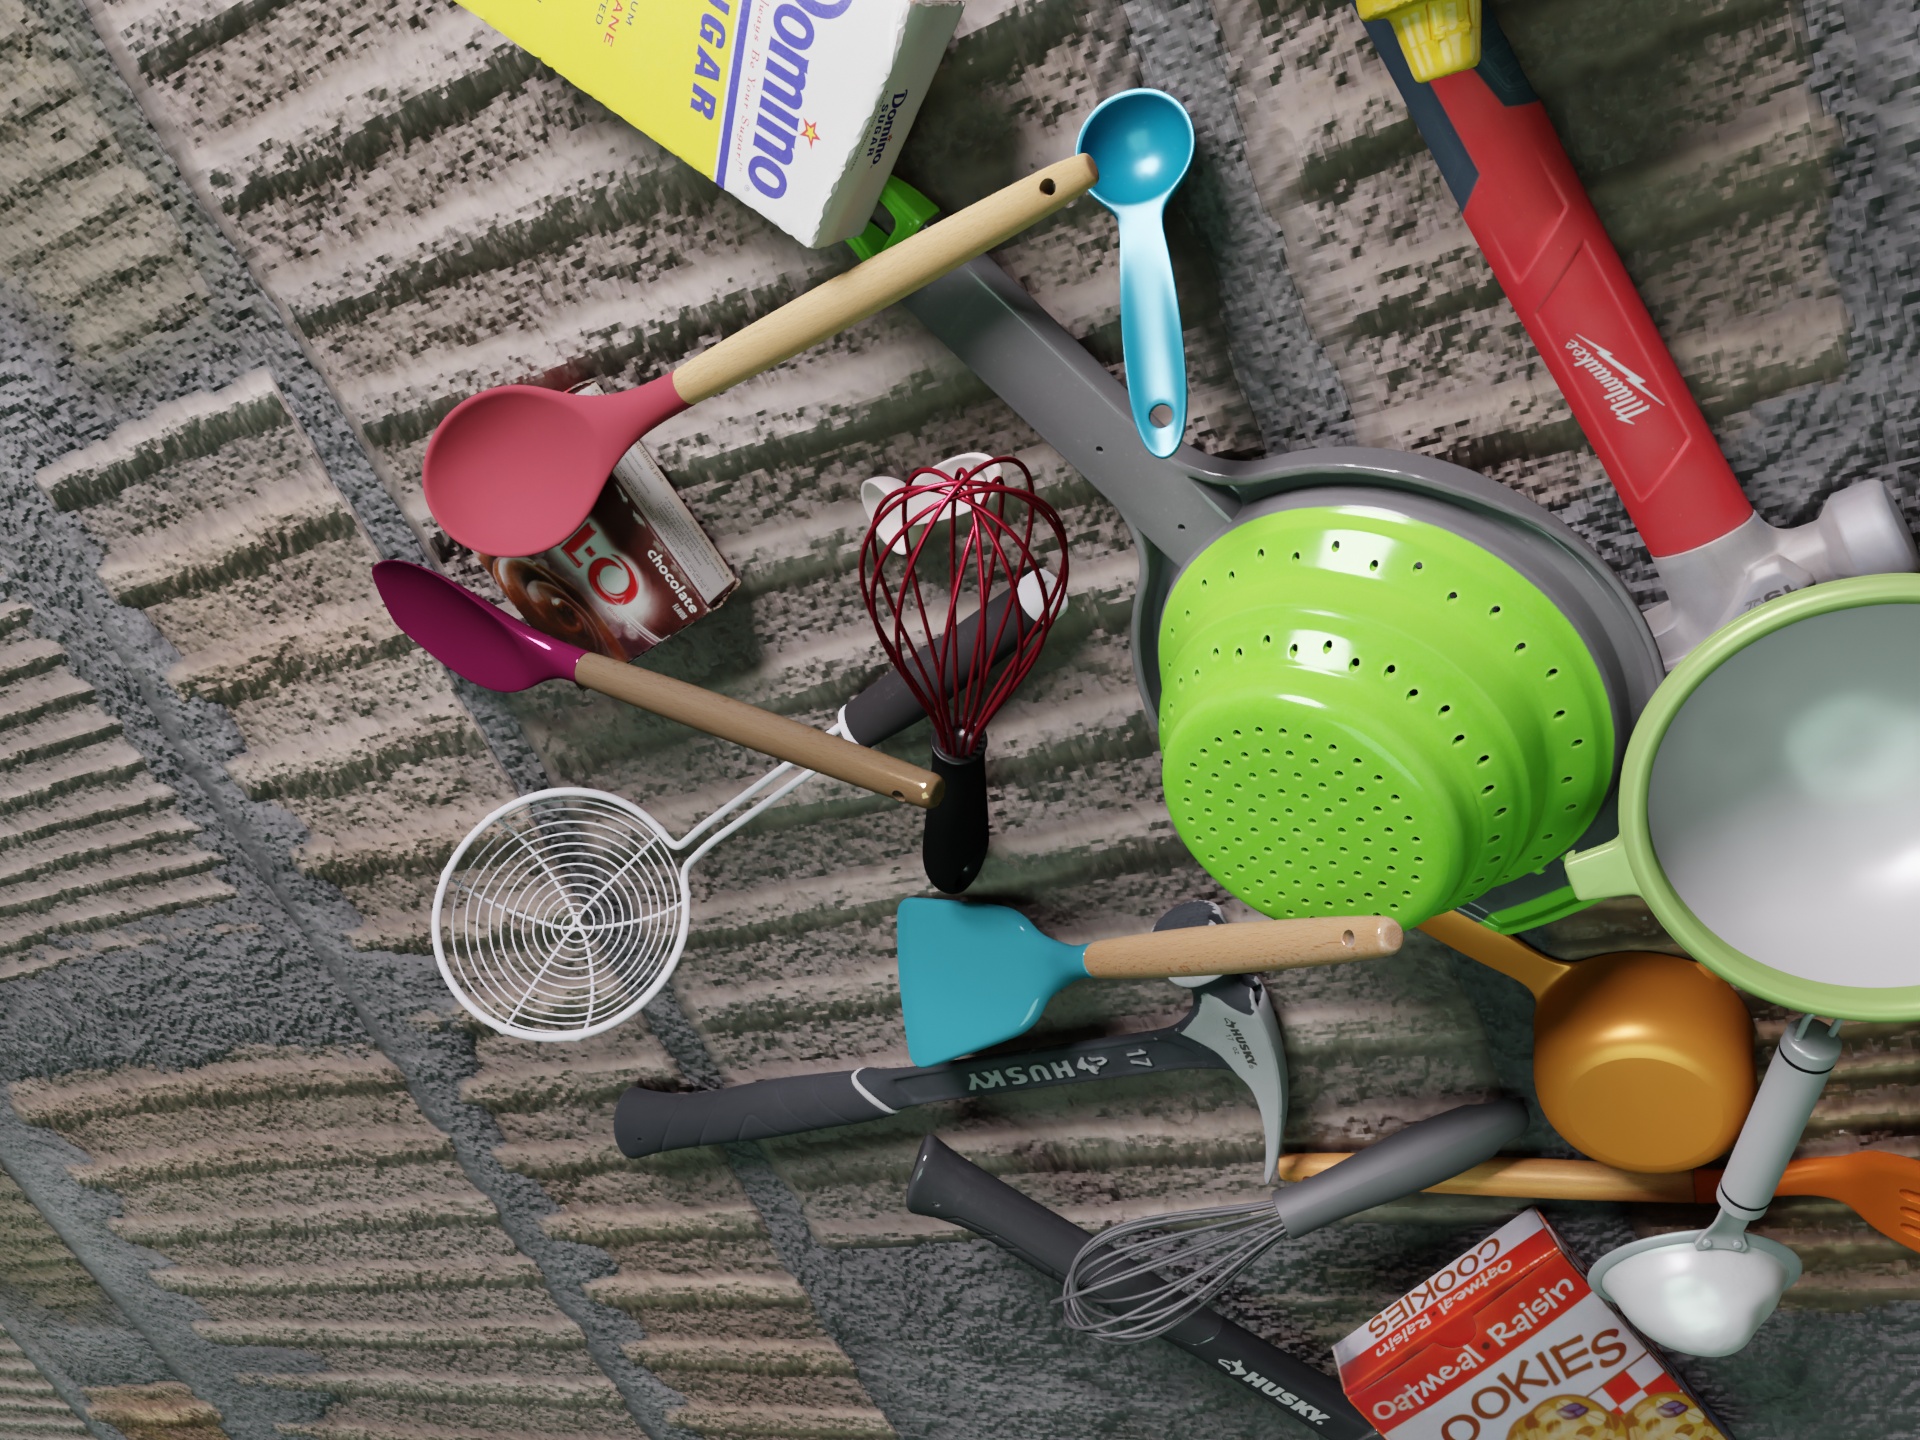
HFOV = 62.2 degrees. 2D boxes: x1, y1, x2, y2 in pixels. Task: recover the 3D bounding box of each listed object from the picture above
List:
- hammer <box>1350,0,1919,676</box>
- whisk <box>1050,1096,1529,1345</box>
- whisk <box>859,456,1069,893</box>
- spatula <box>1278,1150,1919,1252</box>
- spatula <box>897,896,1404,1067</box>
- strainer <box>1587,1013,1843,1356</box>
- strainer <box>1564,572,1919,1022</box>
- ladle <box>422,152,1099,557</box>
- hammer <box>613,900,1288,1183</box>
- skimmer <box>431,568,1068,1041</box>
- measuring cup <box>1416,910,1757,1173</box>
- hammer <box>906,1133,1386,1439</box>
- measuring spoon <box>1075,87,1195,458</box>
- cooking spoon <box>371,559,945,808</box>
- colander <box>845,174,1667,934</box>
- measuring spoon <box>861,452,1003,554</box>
[{"bbox_3d":[0.161,-0.176,0.518,0.143,0.038,0.386,-25,109,34],"label":"hammer"},{"bbox_3d":[0.150,0.228,0.736,0.239,0.055,0.055,-27,109,9],"label":"whisk"},{"bbox_3d":[-0.001,-0.002,0.631,0.073,0.073,0.295,18,150,10],"label":"whisk"},{"bbox_3d":[0.300,0.213,0.706,0.322,0.041,0.080,-5,130,26],"label":"spatula"},{"bbox_3d":[0.061,0.100,0.653,0.317,0.044,0.082,-22,70,61],"label":"spatula"},{"bbox_3d":[0.312,0.197,0.639,0.087,0.050,0.258,0,131,6],"label":"strainer"},{"bbox_3d":[0.309,-0.028,0.500,0.151,0.069,0.256,22,114,11],"label":"strainer"},{"bbox_3d":[-0.086,-0.138,0.602,0.315,0.031,0.069,-19,101,29],"label":"ladle"},{"bbox_3d":[-0.024,0.194,0.830,0.409,0.036,0.149,-16,115,30],"label":"hammer"},{"bbox_3d":[-0.106,0.034,0.726,0.363,0.090,0.127,-34,72,32],"label":"skimmer"},{"bbox_3d":[0.248,0.125,0.663,0.173,0.052,0.095,30,127,-1],"label":"measuring cup"},{"bbox_3d":[0.116,0.307,0.823,0.334,0.035,0.146,33,127,-9],"label":"hammer"},{"bbox_3d":[0.066,-0.152,0.550,0.042,0.021,0.128,-6,86,19],"label":"measuring spoon"},{"bbox_3d":[-0.142,-0.016,0.684,0.319,0.017,0.068,18,139,28],"label":"cooking spoon"},{"bbox_3d":[0.081,-0.045,0.579,0.397,0.094,0.204,43,141,-2],"label":"colander"},{"bbox_3d":[-0.007,-0.089,0.617,0.034,0.018,0.124,61,158,-10],"label":"measuring spoon"}]
